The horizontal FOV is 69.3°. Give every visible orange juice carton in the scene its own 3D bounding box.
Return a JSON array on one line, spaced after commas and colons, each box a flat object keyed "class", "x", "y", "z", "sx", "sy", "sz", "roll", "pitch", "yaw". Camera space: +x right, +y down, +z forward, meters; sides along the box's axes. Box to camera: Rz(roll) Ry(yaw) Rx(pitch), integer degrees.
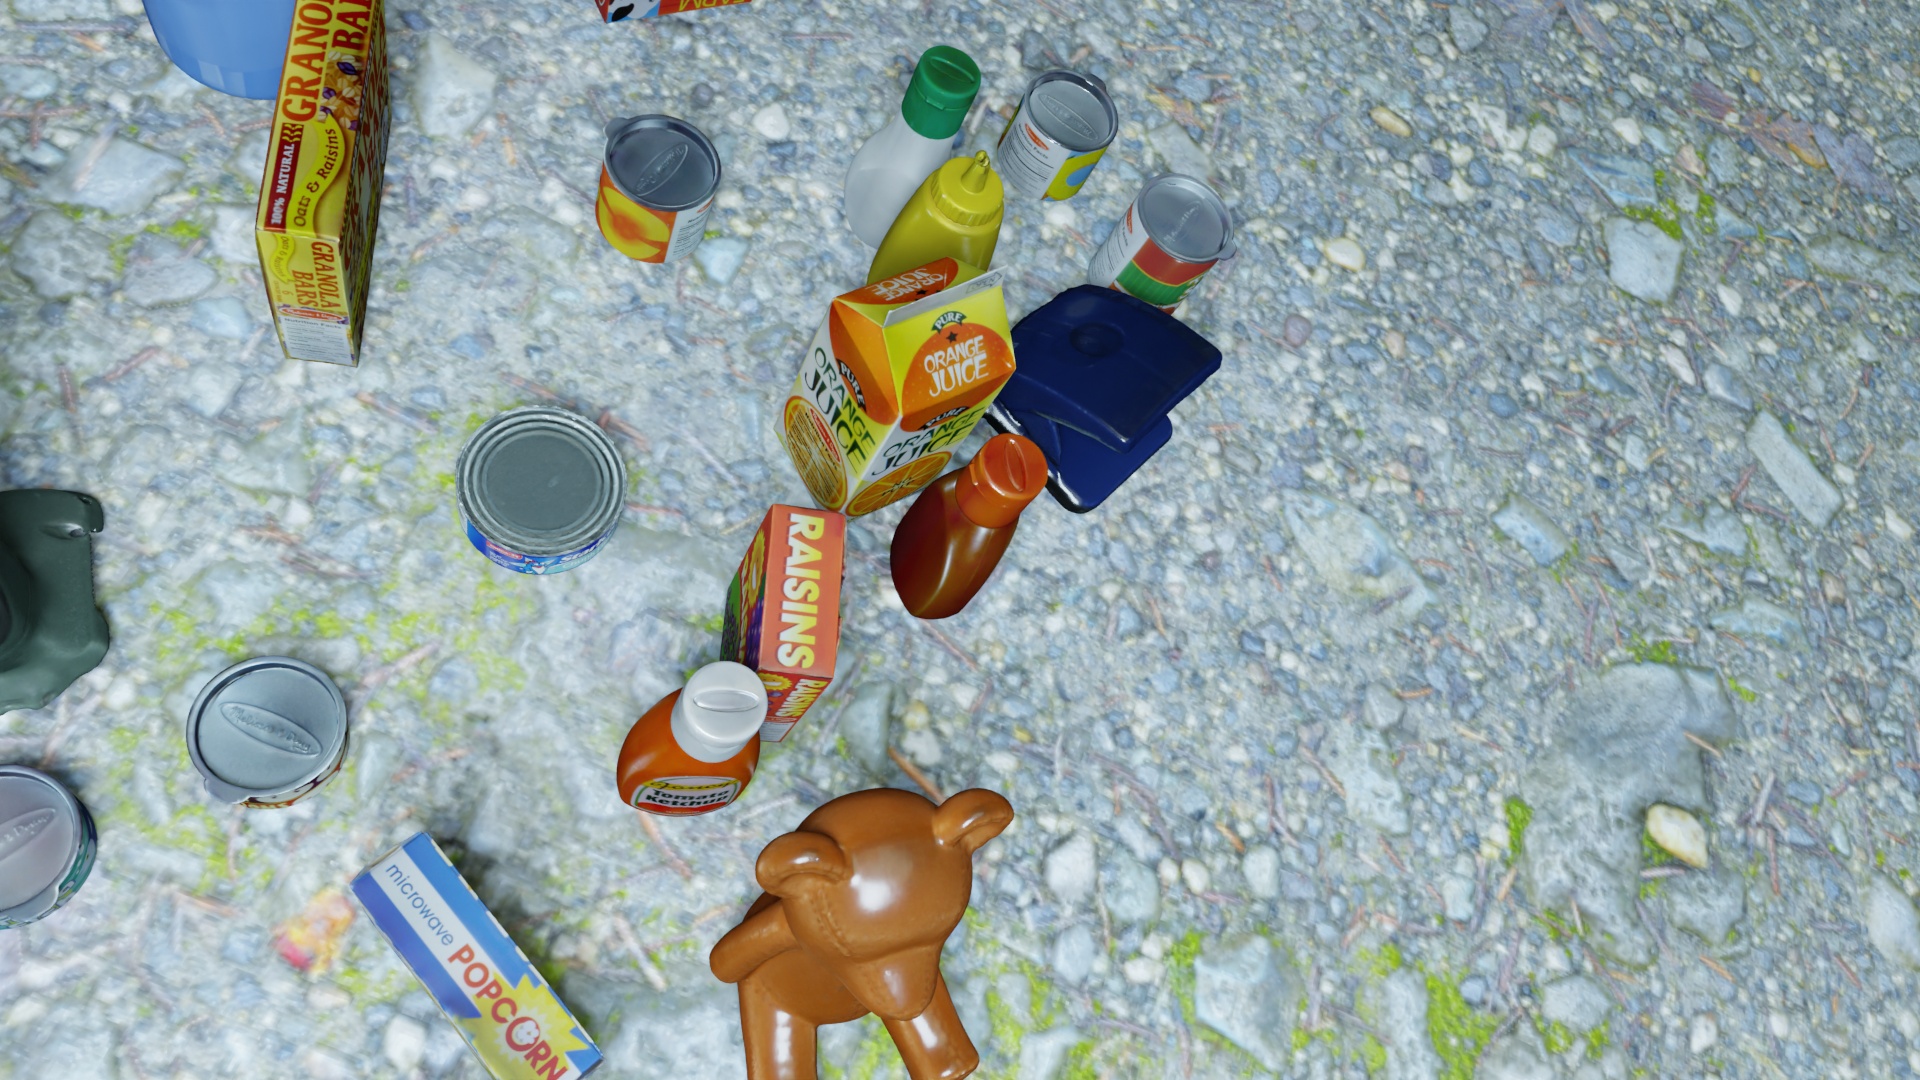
[{"class": "orange juice carton", "x": -0.034, "y": -0.083, "z": 0.732, "sx": 0.072, "sy": 0.191, "sz": 0.073, "roll": -25, "pitch": 78, "yaw": -27}]

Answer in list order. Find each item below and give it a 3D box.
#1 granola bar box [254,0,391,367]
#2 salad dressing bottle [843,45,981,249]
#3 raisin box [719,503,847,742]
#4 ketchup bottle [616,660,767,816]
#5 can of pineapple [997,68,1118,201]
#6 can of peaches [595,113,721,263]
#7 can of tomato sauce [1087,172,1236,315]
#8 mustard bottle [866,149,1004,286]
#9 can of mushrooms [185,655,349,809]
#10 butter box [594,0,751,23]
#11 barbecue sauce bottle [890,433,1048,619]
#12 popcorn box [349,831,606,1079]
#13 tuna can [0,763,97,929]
[{"class": "granola bar box", "x": -0.324, "y": -0.192, "z": 0.714, "sx": 0.039, "sy": 0.123, "sz": 0.166, "roll": 5, "pitch": 66, "yaw": -18}, {"class": "salad dressing bottle", "x": -0.028, "y": -0.230, "z": 0.824, "sx": 0.064, "sy": 0.147, "sz": 0.044, "roll": 26, "pitch": 62, "yaw": -8}, {"class": "raisin box", "x": -0.091, "y": 0.045, "z": 0.695, "sx": 0.040, "sy": 0.123, "sz": 0.086, "roll": 10, "pitch": 65, "yaw": -16}, {"class": "ketchup bottle", "x": -0.122, "y": 0.094, "z": 0.648, "sx": 0.065, "sy": 0.148, "sz": 0.044, "roll": 4, "pitch": 67, "yaw": -18}, {"class": "can of pineapple", "x": 0.065, "y": -0.270, "z": 0.927, "sx": 0.071, "sy": 0.057, "sz": 0.071, "roll": 7, "pitch": 66, "yaw": -17}, {"class": "can of peaches", "x": -0.179, "y": -0.205, "z": 0.810, "sx": 0.071, "sy": 0.057, "sz": 0.071, "roll": 7, "pitch": 66, "yaw": -17}, {"class": "can of tomato sauce", "x": 0.129, "y": -0.185, "z": 0.898, "sx": 0.071, "sy": 0.082, "sz": 0.071, "roll": 8, "pitch": 66, "yaw": -17}, {"class": "mustard bottle", "x": -0.008, "y": -0.175, "z": 0.800, "sx": 0.065, "sy": 0.159, "sz": 0.049, "roll": 29, "pitch": 61, "yaw": -6}, {"class": "can of mushrooms", "x": -0.321, "y": 0.092, "z": 0.644, "sx": 0.071, "sy": 0.033, "sz": 0.071, "roll": 7, "pitch": 65, "yaw": -17}, {"class": "butter box", "x": -0.178, "y": -0.361, "z": 0.881, "sx": 0.104, "sy": 0.053, "sz": 0.024, "roll": -20, "pitch": 76, "yaw": -26}, {"class": "barbecue sauce bottle", "x": 0.003, "y": -0.009, "z": 0.738, "sx": 0.044, "sy": 0.148, "sz": 0.065, "roll": -3, "pitch": 69, "yaw": -21}, {"class": "popcorn box", "x": -0.212, "y": 0.192, "z": 0.609, "sx": 0.038, "sy": 0.085, "sz": 0.127, "roll": -38, "pitch": 84, "yaw": -29}, {"class": "tuna can", "x": -0.408, "y": 0.134, "z": 0.594, "sx": 0.071, "sy": 0.032, "sz": 0.071, "roll": 7, "pitch": 65, "yaw": -17}]
